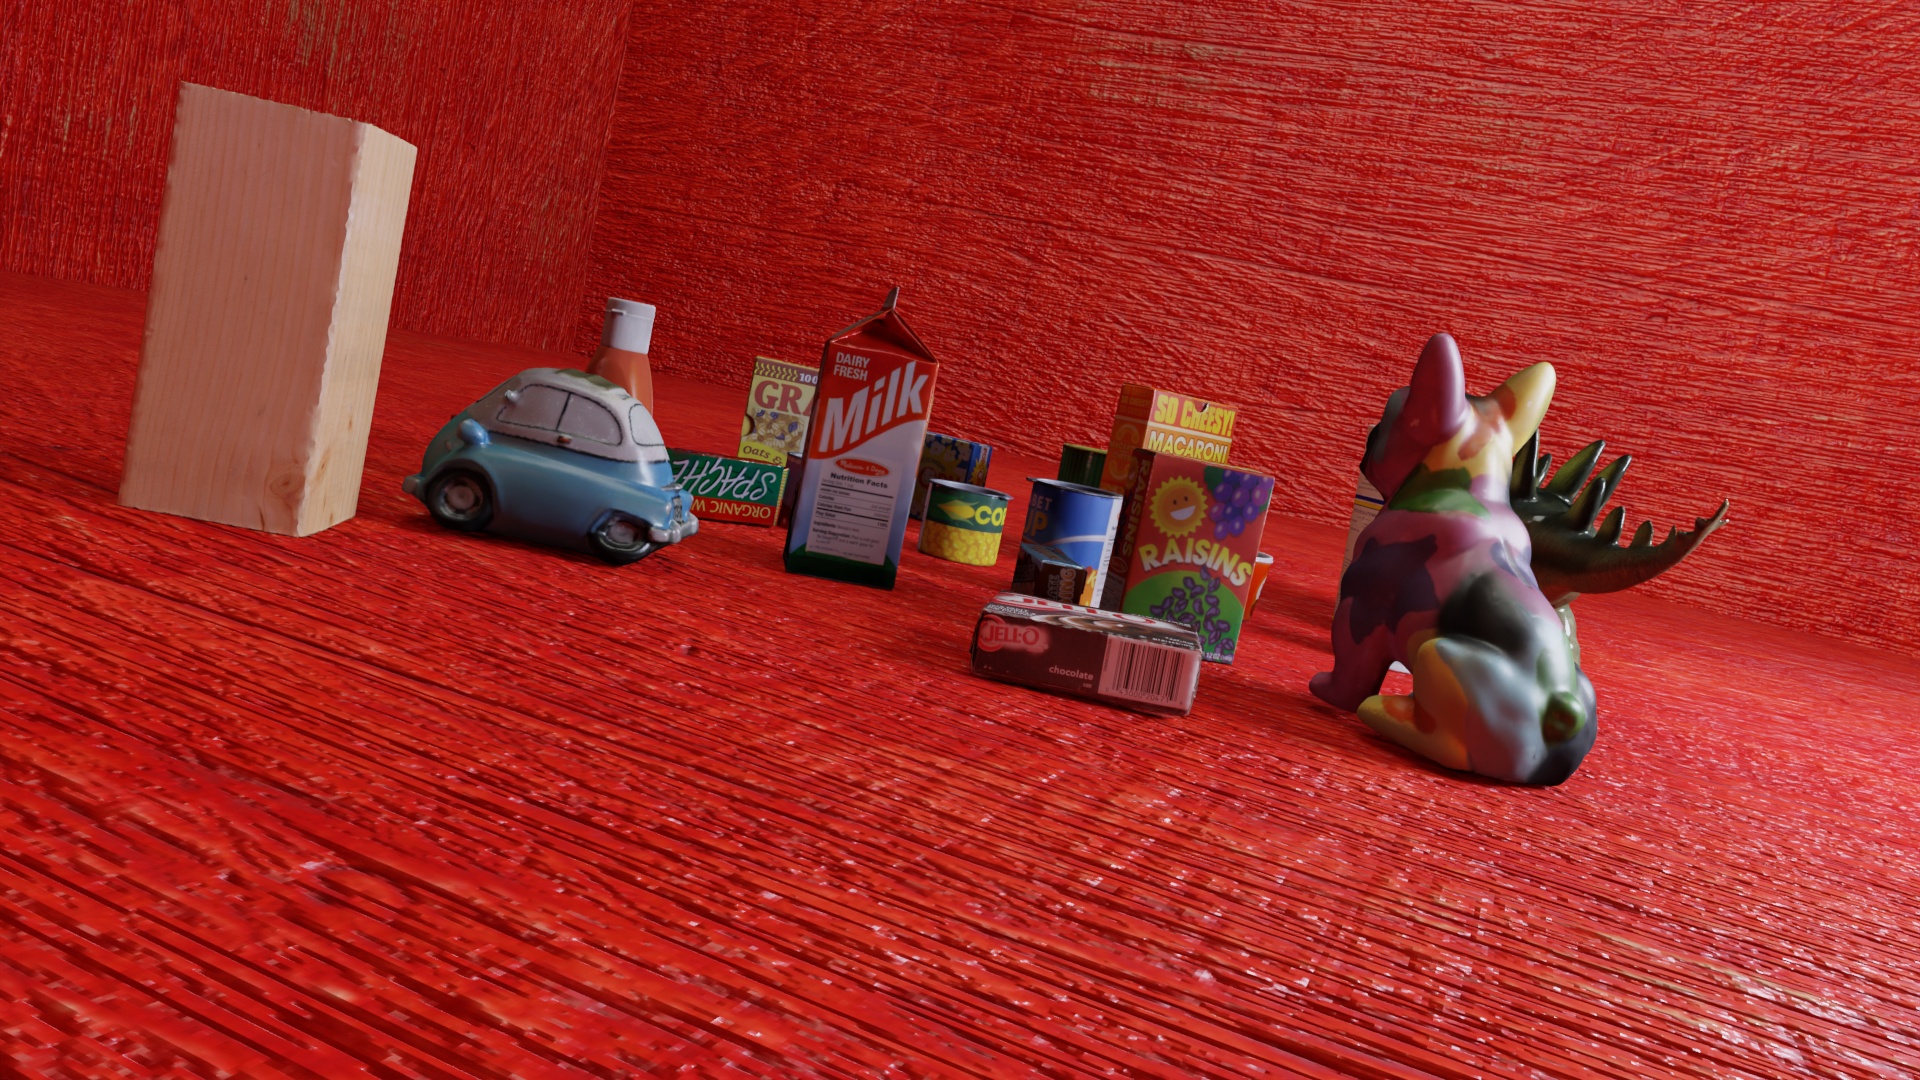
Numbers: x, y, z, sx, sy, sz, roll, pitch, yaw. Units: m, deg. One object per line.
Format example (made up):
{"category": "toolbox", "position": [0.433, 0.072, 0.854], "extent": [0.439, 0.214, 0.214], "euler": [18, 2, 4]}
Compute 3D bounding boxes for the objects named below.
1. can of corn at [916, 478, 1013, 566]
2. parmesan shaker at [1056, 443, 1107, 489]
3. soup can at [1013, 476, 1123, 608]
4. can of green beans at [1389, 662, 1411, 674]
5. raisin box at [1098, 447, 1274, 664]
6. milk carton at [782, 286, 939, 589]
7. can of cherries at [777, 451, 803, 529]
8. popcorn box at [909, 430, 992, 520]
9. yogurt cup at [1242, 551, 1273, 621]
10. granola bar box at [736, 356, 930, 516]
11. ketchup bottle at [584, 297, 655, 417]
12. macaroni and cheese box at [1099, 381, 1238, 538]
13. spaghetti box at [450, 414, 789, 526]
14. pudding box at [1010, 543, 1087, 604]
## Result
{"category": "can of corn", "position": [0.004, -0.014, 1.116], "extent": [0.071, 0.058, 0.071], "euler": [12, 6, -1]}
{"category": "parmesan shaker", "position": [0.114, -0.033, 1.270], "extent": [0.071, 0.103, 0.071], "euler": [12, 6, -1]}
{"category": "soup can", "position": [0.074, 0.001, 0.999], "extent": [0.071, 0.083, 0.071], "euler": [12, 6, -1]}
{"category": "can of green beans", "position": [0.317, 0.062, 1.020], "extent": [0.071, 0.057, 0.071], "euler": [12, 6, -1]}
{"category": "raisin box", "position": [0.141, 0.009, 0.877], "extent": [0.086, 0.123, 0.040], "euler": [10, 6, -15]}
{"category": "milk carton", "position": [-0.063, -0.071, 0.908], "extent": [0.073, 0.190, 0.072], "euler": [11, 6, -10]}
{"category": "can of cherries", "position": [-0.109, -0.035, 1.098], "extent": [0.071, 0.058, 0.071], "euler": [12, 6, -1]}
{"category": "popcorn box", "position": [-0.037, -0.064, 1.350], "extent": [0.127, 0.085, 0.038], "euler": [16, 7, 31]}
{"category": "yogurt cup", "position": [0.210, 0.032, 1.107], "extent": [0.072, 0.054, 0.072], "euler": [12, 6, -1]}
{"category": "granola bar box", "position": [-0.117, -0.091, 1.267], "extent": [0.166, 0.124, 0.039], "euler": [11, 6, -8]}
{"category": "ketchup bottle", "position": [-0.267, -0.111, 1.072], "extent": [0.065, 0.148, 0.043], "euler": [13, 6, 14]}
{"category": "macaroni and cheese box", "position": [0.172, -0.043, 1.182], "extent": [0.124, 0.166, 0.040], "euler": [5, 9, -45]}
{"category": "spaghetti box", "position": [-0.243, -0.047, 1.002], "extent": [0.250, 0.050, 0.029], "euler": [7, 8, -36]}
{"category": "pudding box", "position": [0.052, 0.032, 0.851], "extent": [0.030, 0.049, 0.084], "euler": [11, 7, -8]}
